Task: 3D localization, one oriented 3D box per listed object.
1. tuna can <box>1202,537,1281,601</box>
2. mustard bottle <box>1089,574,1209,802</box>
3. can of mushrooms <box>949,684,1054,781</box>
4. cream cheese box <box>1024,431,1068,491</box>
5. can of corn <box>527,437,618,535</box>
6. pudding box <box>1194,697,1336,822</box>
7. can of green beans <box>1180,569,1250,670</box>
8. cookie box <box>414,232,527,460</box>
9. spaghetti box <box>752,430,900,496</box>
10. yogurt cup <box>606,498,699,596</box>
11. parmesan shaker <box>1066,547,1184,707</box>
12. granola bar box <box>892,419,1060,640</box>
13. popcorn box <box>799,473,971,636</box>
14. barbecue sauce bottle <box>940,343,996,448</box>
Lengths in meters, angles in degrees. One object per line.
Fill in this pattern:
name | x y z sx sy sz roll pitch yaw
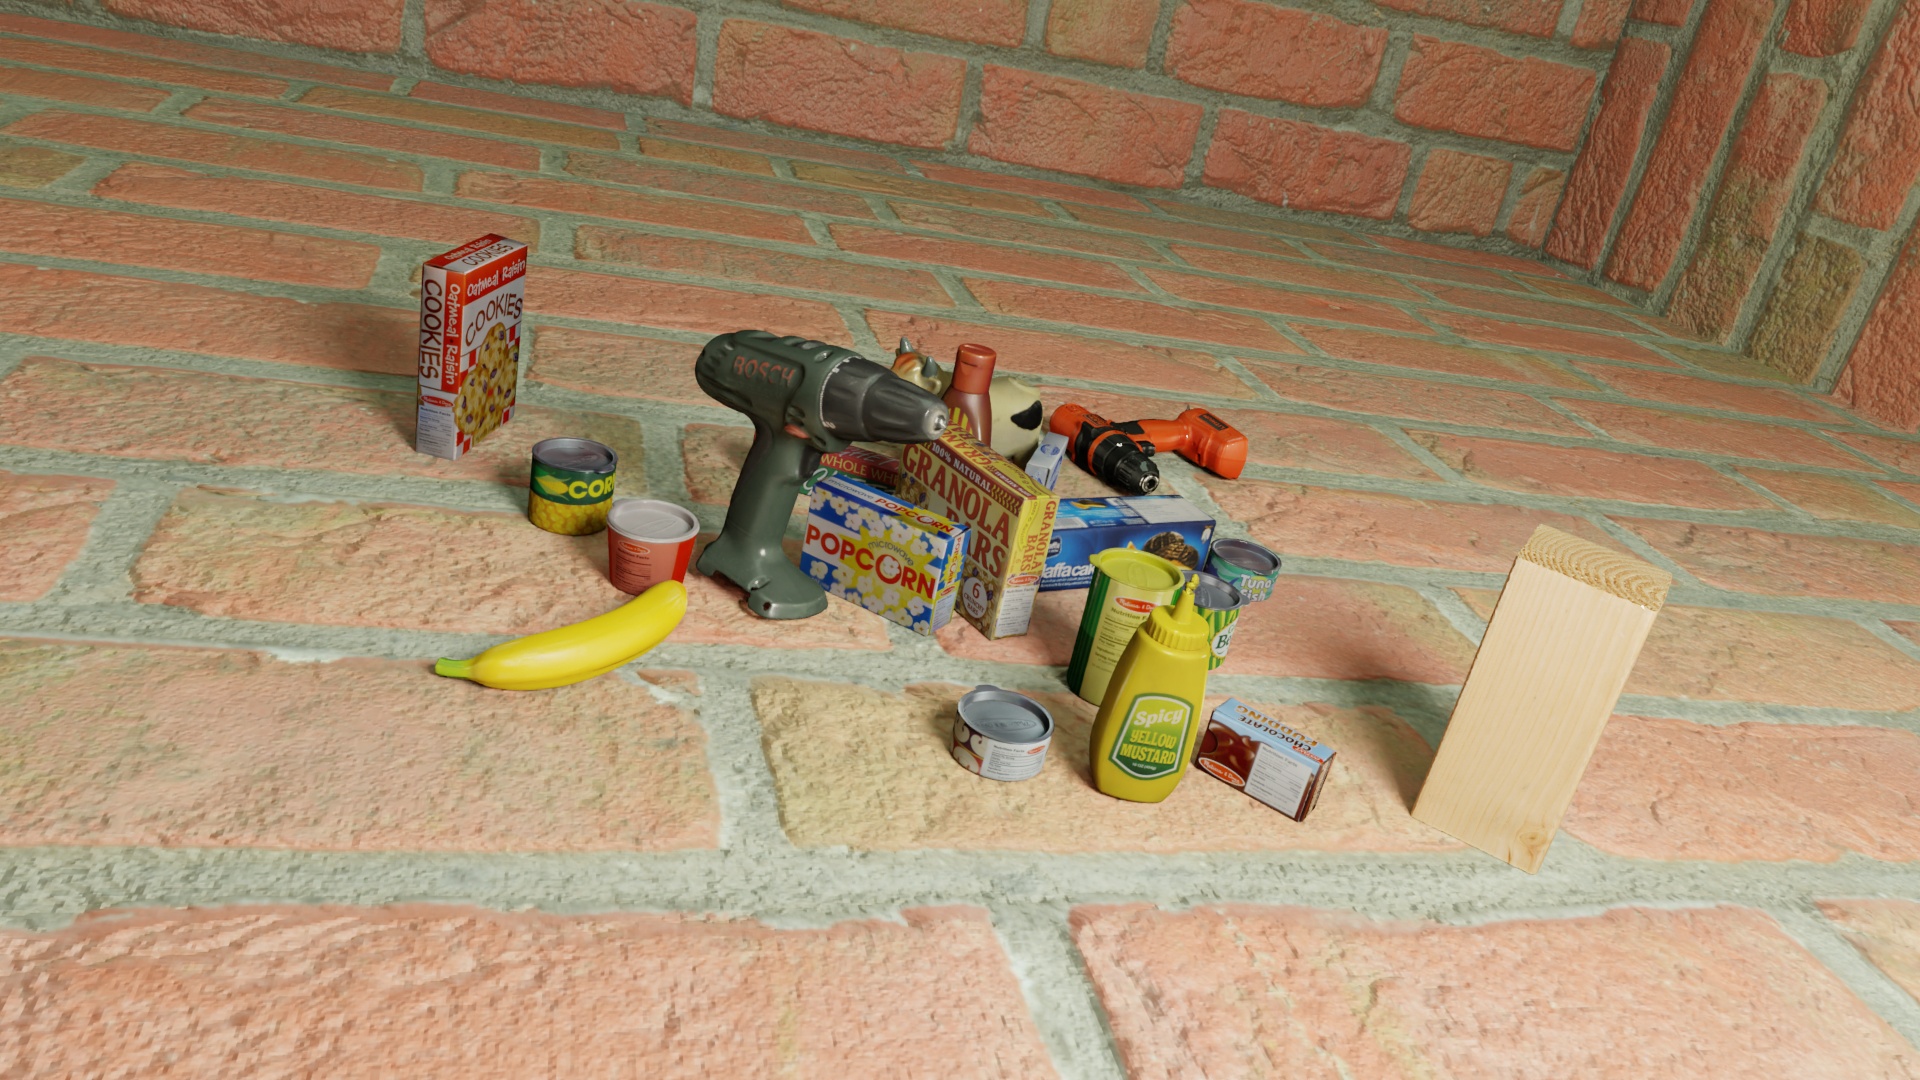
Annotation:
tuna can | 0.256 0.028 1.262 0.071 0.032 0.071 10 24 -5
mustard bottle | 0.128 0.094 0.900 0.065 0.159 0.049 10 24 -7
can of mushrooms | 0.027 0.128 0.930 0.071 0.033 0.071 10 24 -5
cream cheese box | 0.080 -0.065 1.354 0.024 0.053 0.104 16 24 8
can of corn | -0.309 -0.043 1.112 0.071 0.058 0.071 10 24 -5
pudding box | 0.208 0.149 0.952 0.084 0.049 0.030 26 27 28
can of green beans | 0.188 0.064 1.119 0.071 0.057 0.071 10 24 -5
cookie box | -0.423 -0.170 1.201 0.040 0.166 0.123 13 24 2
spaghetti box | -0.072 -0.049 1.251 0.250 0.050 0.029 17 24 9
yogurt cup | -0.234 0.007 1.045 0.072 0.053 0.073 10 24 -5
parmesan shaker | 0.118 0.065 1.028 0.071 0.102 0.071 10 24 -5
granola bar box | 0.004 -0.014 1.120 0.039 0.123 0.166 -6 30 -36
popcorn box | -0.062 0.010 1.084 0.127 0.084 0.038 23 26 22
barbecue sauce bottle | 0.001 -0.108 1.295 0.065 0.147 0.044 20 25 16
